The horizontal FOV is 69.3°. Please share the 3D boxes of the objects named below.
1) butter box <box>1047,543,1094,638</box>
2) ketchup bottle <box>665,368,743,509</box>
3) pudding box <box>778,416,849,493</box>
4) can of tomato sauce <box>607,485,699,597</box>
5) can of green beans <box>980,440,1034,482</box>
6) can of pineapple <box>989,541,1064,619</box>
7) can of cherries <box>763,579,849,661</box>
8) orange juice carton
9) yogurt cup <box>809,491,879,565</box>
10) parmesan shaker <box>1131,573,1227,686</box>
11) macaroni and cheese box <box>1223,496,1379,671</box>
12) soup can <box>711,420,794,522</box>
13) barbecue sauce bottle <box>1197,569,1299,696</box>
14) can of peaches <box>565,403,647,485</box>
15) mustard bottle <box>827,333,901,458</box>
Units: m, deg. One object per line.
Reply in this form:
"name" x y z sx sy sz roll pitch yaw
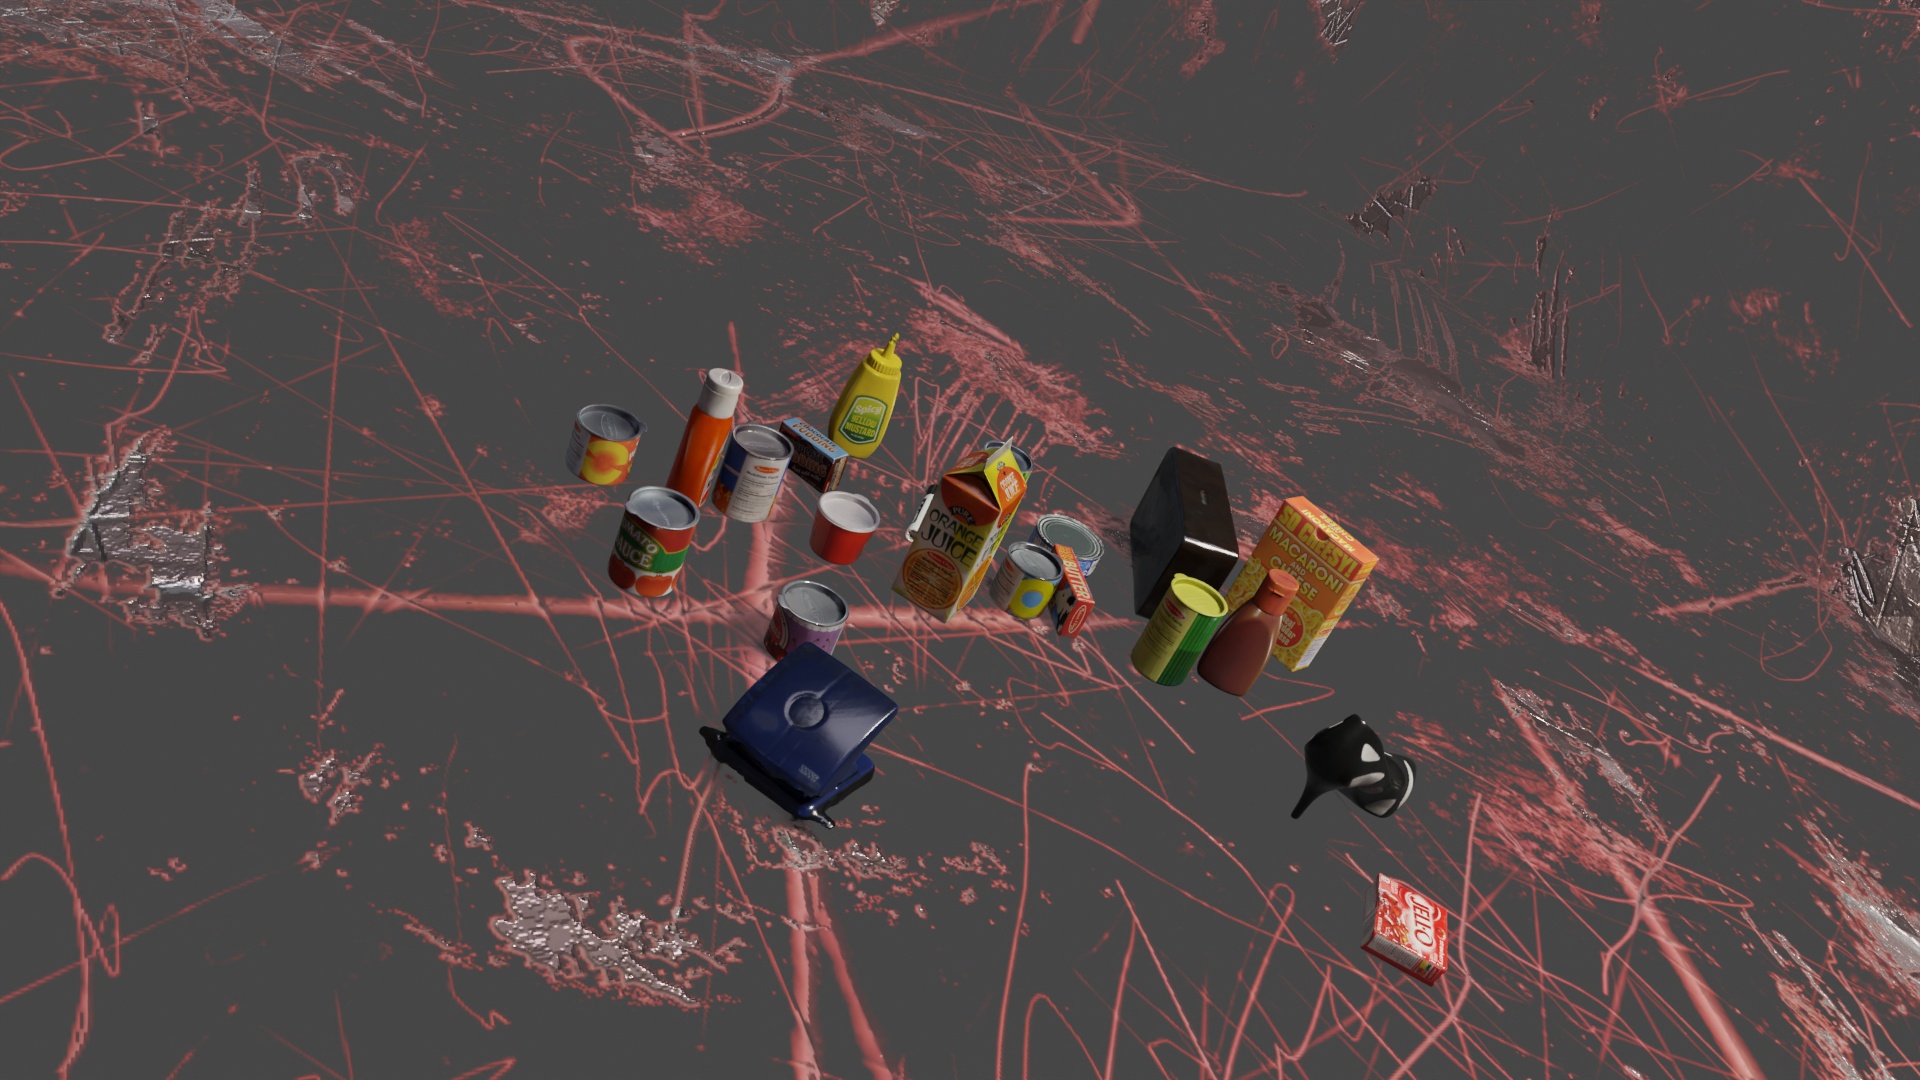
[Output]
"butter box" 0.115 0.055 1.531 0.024 0.053 0.104 12 32 -21
"ketchup bottle" -0.260 -0.103 1.408 0.043 0.148 0.065 18 31 -13
"pudding box" -0.169 -0.097 1.563 0.084 0.049 0.030 37 32 20
"can of tomato sauce" -0.287 0.002 1.288 0.071 0.082 0.071 19 30 -11
"can of green beans" 0.048 -0.080 1.688 0.071 0.057 0.071 19 31 -11
"can of pineapple" 0.073 0.044 1.512 0.071 0.057 0.071 19 31 -11
"can of cherries" -0.146 0.079 1.296 0.071 0.058 0.072 19 31 -11
"orange juice carton" 0.005 -0.018 1.425 0.073 0.191 0.072 31 30 10
"yogurt cup" -0.125 -0.011 1.457 0.072 0.053 0.073 19 31 -11
"parmesan shaker" 0.234 0.097 1.502 0.071 0.102 0.072 19 30 -11
"macaroni and cheese box" 0.394 0.051 1.630 0.040 0.165 0.124 -9 44 -45
"soup can" -0.219 -0.072 1.454 0.071 0.083 0.072 19 30 -11
"barbecue sauce bottle" 0.318 0.099 1.516 0.065 0.147 0.044 28 30 4
"can of peaches" -0.361 -0.097 1.414 0.071 0.057 0.071 19 31 -11
"mustard bottle" -0.105 -0.172 1.619 0.065 0.159 0.049 15 31 -18
